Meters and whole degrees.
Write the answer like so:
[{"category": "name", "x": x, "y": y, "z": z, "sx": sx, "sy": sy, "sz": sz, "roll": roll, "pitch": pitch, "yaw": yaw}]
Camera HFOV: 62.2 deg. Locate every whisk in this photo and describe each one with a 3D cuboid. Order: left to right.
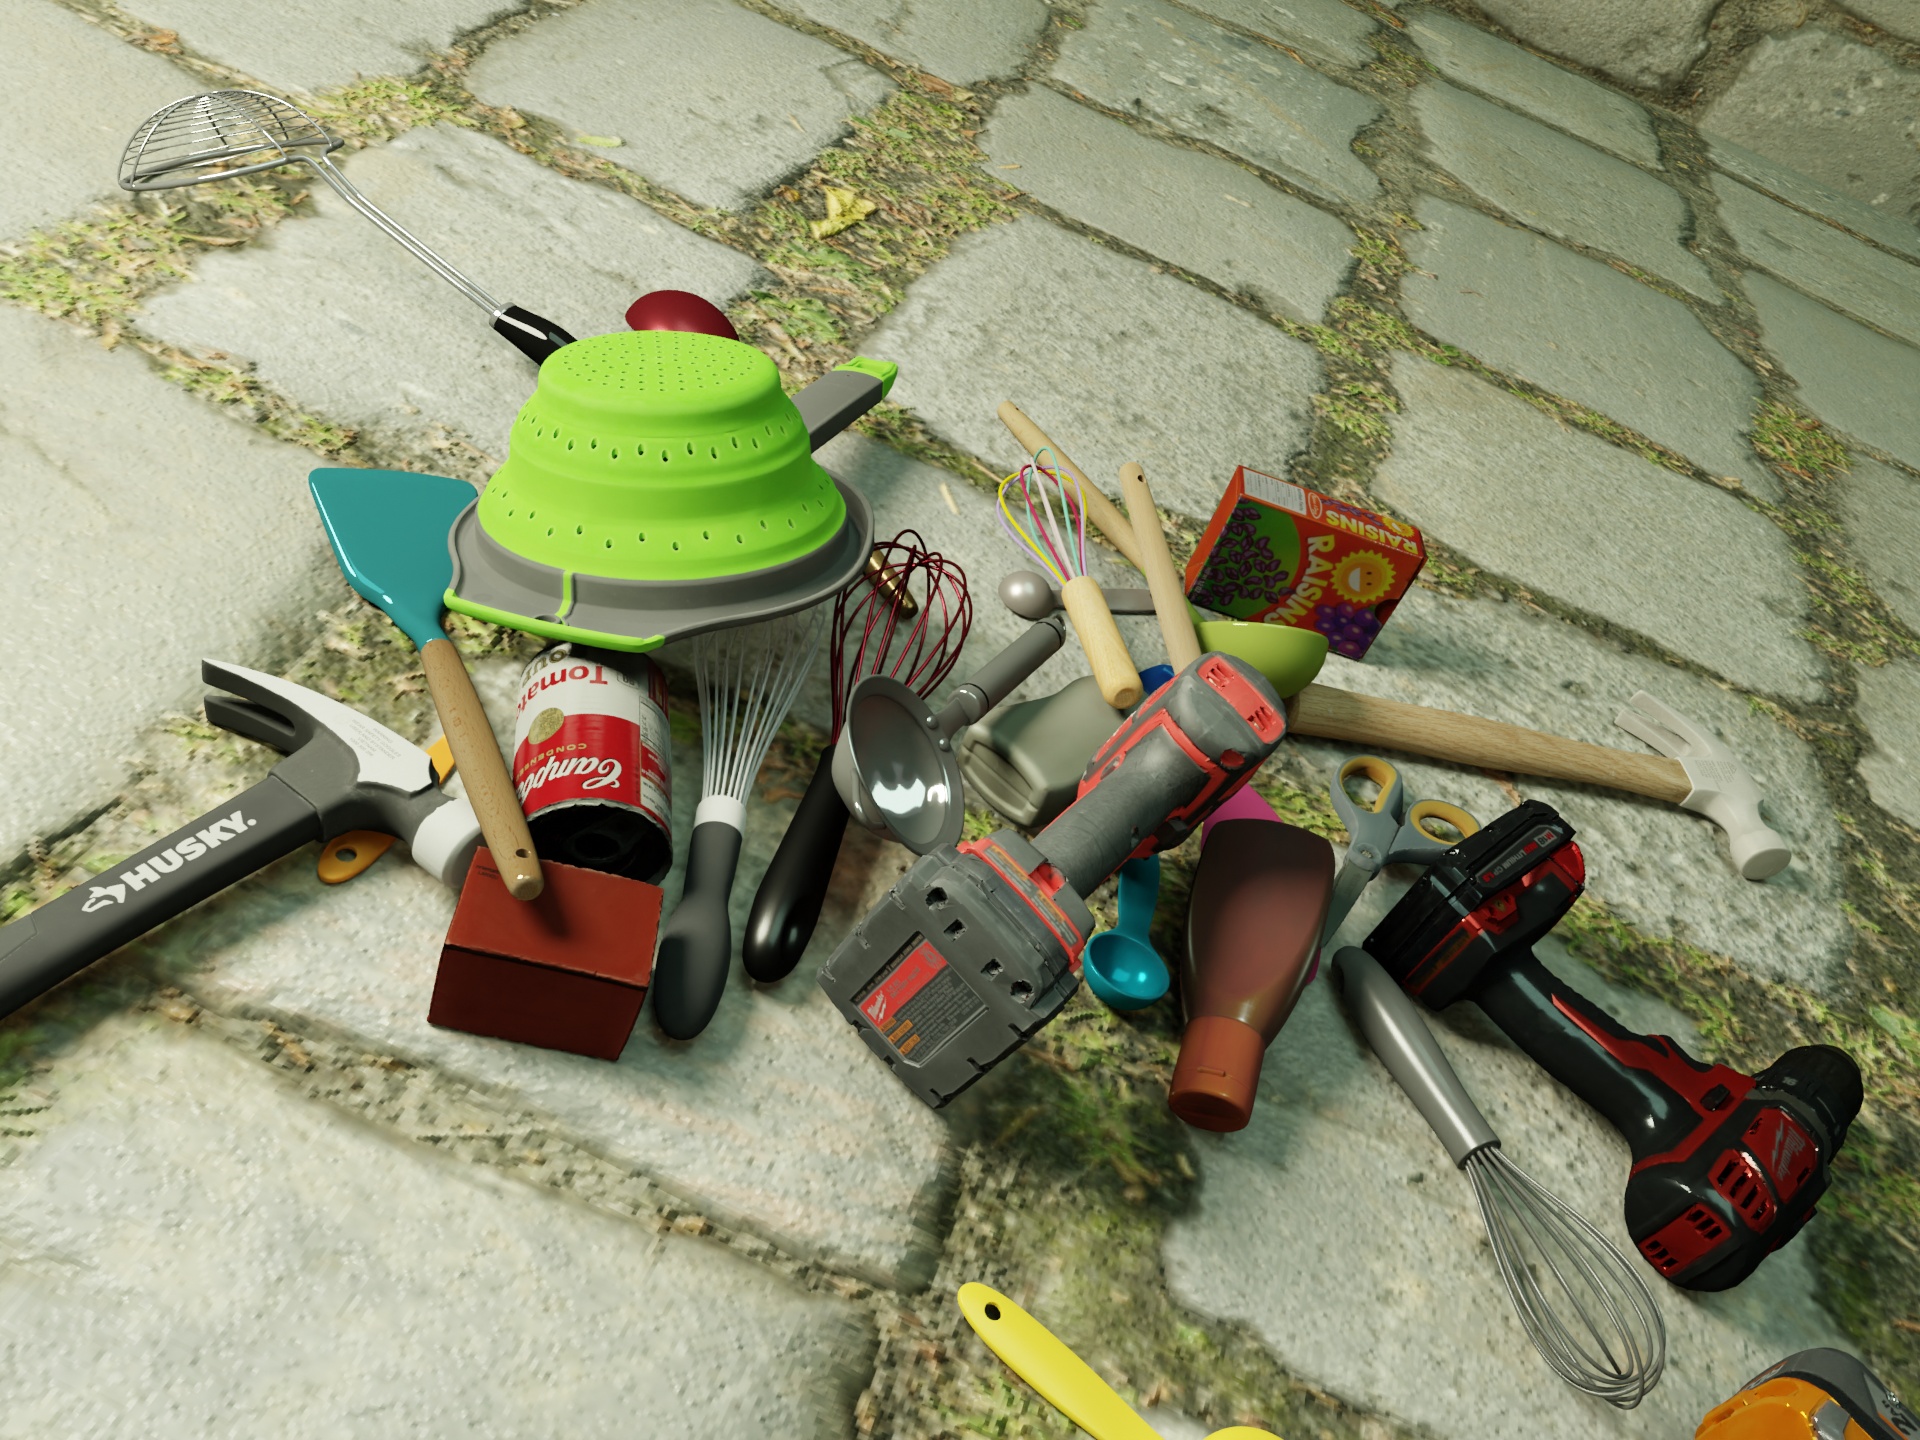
[{"category": "whisk", "x": -0.105, "y": 0.023, "z": 0.731, "sx": 0.070, "sy": 0.070, "sz": 0.285, "roll": 14, "pitch": 46, "yaw": -12}, {"category": "whisk", "x": -0.050, "y": 0.007, "z": 0.769, "sx": 0.073, "sy": 0.073, "sz": 0.296, "roll": 22, "pitch": 45, "yaw": -3}, {"category": "whisk", "x": 0.067, "y": -0.087, "z": 0.907, "sx": 0.047, "sy": 0.051, "sz": 0.245, "roll": 18, "pitch": 31, "yaw": -24}, {"category": "whisk", "x": 0.232, "y": 0.192, "z": 0.713, "sx": 0.055, "sy": 0.055, "sz": 0.239, "roll": -1, "pitch": 42, "yaw": -27}]

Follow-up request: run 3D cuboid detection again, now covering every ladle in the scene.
[{"category": "ladle", "x": -0.113, "y": -0.171, "z": 0.958, "sx": 0.069, "sy": 0.031, "sz": 0.316, "roll": -14, "pitch": 55, "yaw": -37}, {"category": "ladle", "x": 0.110, "y": -0.120, "z": 0.979, "sx": 0.078, "sy": 0.062, "sz": 0.320, "roll": 13, "pitch": 31, "yaw": -44}]

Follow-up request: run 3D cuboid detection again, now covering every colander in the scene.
[{"category": "colander", "x": -0.115, "y": -0.164, "z": 0.826, "sx": 0.204, "sy": 0.094, "sz": 0.397, "roll": 13, "pitch": 31, "yaw": 15}]

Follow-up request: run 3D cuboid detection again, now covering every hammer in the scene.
[{"category": "hammer", "x": -0.336, "y": 0.083, "z": 0.557, "sx": 0.146, "sy": 0.035, "sz": 0.335, "roll": 33, "pitch": 42, "yaw": 17}, {"category": "hammer", "x": 0.344, "y": 0.016, "z": 0.972, "sx": 0.331, "sy": 0.031, "sz": 0.130, "roll": 11, "pitch": 42, "yaw": -15}]

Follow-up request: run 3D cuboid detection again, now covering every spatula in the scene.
[{"category": "spatula", "x": -0.226, "y": -0.027, "z": 0.700, "sx": 0.082, "sy": 0.044, "sz": 0.318, "roll": 1, "pitch": 30, "yaw": -31}]

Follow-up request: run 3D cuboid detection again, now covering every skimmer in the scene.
[{"category": "skimmer", "x": -0.327, "y": -0.254, "z": 0.941, "sx": 0.363, "sy": 0.090, "sz": 0.127, "roll": 37, "pitch": 38, "yaw": 0}]

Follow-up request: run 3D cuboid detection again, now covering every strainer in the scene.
[{"category": "strainer", "x": -0.001, "y": -0.002, "z": 0.757, "sx": 0.087, "sy": 0.050, "sz": 0.258, "roll": 62, "pitch": 34, "yaw": -9}]

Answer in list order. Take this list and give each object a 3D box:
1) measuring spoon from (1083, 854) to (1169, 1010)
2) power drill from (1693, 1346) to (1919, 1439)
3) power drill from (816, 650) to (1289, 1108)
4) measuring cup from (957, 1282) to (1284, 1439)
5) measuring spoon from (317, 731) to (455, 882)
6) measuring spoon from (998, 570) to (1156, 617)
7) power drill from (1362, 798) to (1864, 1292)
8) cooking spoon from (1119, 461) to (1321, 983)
[{"category": "measuring spoon", "x": 0.081, "y": 0.098, "z": 0.770, "sx": 0.042, "sy": 0.021, "sz": 0.129, "roll": 24, "pitch": 31, "yaw": -3}, {"category": "power drill", "x": 0.291, "y": 0.345, "z": 0.552, "sx": 0.226, "sy": 0.084, "sz": 0.164, "roll": -22, "pitch": 58, "yaw": -36}, {"category": "power drill", "x": 0.046, "y": 0.063, "z": 0.699, "sx": 0.078, "sy": 0.143, "sz": 0.220, "roll": 47, "pitch": 49, "yaw": 6}, {"category": "measuring cup", "x": 0.065, "y": 0.252, "z": 0.576, "sx": 0.156, "sy": 0.029, "sz": 0.062, "roll": 37, "pitch": 41, "yaw": 12}, {"category": "measuring spoon", "x": -0.239, "y": 0.029, "z": 0.686, "sx": 0.021, "sy": 0.011, "sz": 0.117, "roll": 26, "pitch": 40, "yaw": 2}, {"category": "measuring spoon", "x": 0.080, "y": -0.078, "z": 0.955, "sx": 0.124, "sy": 0.018, "sz": 0.034, "roll": -1, "pitch": 46, "yaw": -28}, {"category": "power drill", "x": 0.335, "y": 0.149, "z": 0.791, "sx": 0.188, "sy": 0.080, "sz": 0.227, "roll": -21, "pitch": 60, "yaw": -40}, {"category": "cooking spoon", "x": 0.129, "y": -0.008, "z": 0.851, "sx": 0.068, "sy": 0.017, "sz": 0.319, "roll": 2, "pitch": 60, "yaw": -26}]
